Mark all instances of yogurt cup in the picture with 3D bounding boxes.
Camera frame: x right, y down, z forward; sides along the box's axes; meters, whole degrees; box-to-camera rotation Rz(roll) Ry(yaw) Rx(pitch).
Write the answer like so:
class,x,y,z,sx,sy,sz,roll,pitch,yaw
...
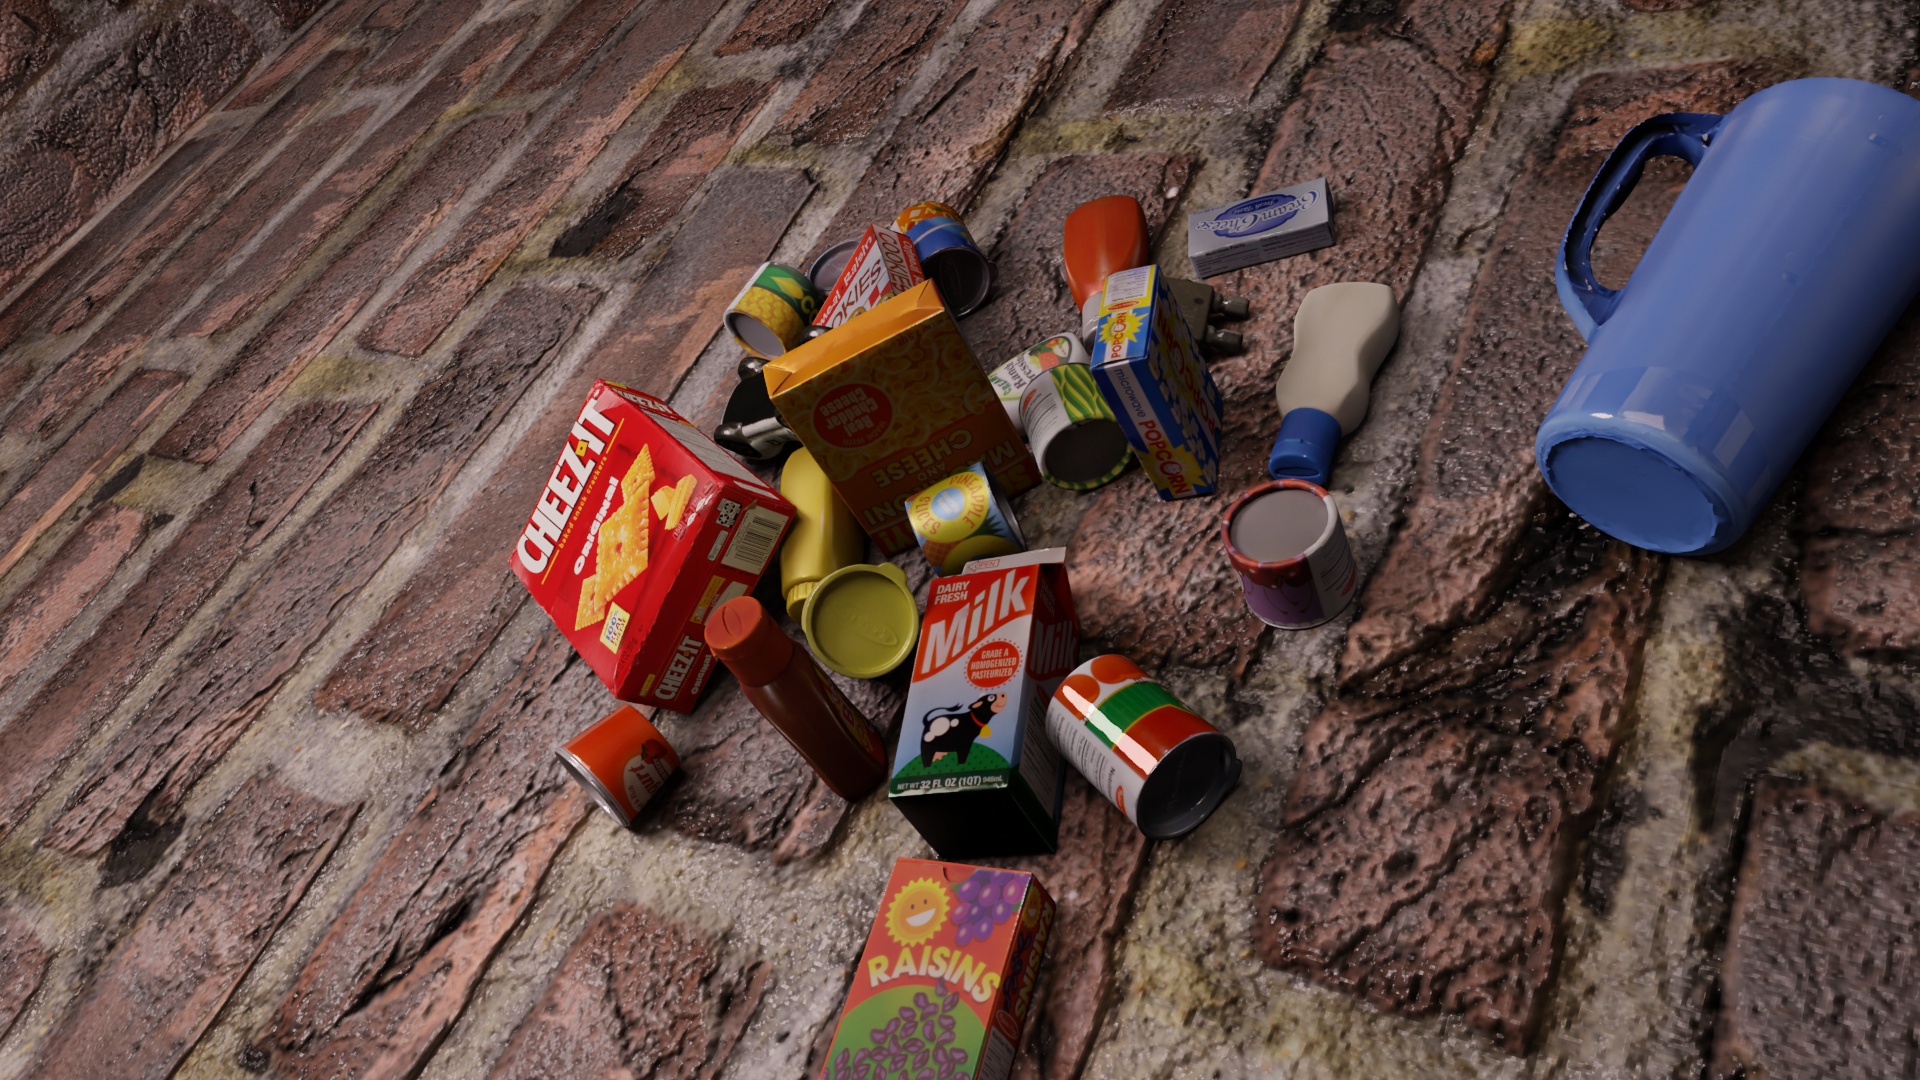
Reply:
class,x,y,z,sx,sy,sz,roll,pitch,yaw
yogurt cup,-0.219,0.143,0.896,0.054,0.072,0.072,-43,43,-23

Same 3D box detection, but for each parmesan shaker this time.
class,x,y,z,sx,sy,sz,roll,pitch,yaw
parmesan shaker,-0.062,0.047,0.855,0.071,0.071,0.103,-39,3,-7

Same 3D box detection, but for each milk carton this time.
class,x,y,z,sx,sy,sz,roll,pitch,yaw
milk carton,0.020,0.081,0.805,0.072,0.073,0.191,-9,47,23

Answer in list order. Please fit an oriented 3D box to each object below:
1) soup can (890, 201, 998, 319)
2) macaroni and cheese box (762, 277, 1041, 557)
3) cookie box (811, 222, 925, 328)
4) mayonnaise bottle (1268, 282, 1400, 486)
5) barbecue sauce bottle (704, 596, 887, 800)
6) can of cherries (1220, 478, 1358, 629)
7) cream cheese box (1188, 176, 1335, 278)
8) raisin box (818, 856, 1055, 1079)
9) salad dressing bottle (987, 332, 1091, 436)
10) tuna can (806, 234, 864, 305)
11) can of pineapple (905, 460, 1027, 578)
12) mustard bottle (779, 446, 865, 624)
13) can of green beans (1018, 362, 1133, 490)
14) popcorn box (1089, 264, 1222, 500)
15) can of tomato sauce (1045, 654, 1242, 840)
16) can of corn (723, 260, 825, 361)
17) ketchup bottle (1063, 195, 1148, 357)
class,x,y,z,sx,sy,sz,roll,pitch,yaw
soup can,-0.015,-0.227,1.120,0.071,0.071,0.084,-28,42,5
macaroni and cheese box,-0.035,-0.074,0.914,0.123,0.165,0.040,-26,43,7
cookie box,-0.068,-0.144,1.050,0.122,0.040,0.168,-54,33,30
mayonnaise bottle,0.231,-0.099,0.875,0.065,0.041,0.149,3,54,34
barbecue sauce bottle,-0.095,0.090,0.808,0.044,0.148,0.065,-34,42,0
can of cherries,0.184,0.007,0.789,0.071,0.058,0.072,-16,45,17
cream cheese box,0.219,-0.228,1.014,0.103,0.024,0.054,-11,48,22
raisin box,-0.010,0.229,0.710,0.086,0.040,0.124,-2,49,30
salad dressing bottle,0.026,-0.093,0.986,0.147,0.043,0.064,-29,41,3
tuna can,-0.094,-0.227,1.190,0.071,0.032,0.071,-16,45,17
can of pineapple,0.003,-0.011,0.904,0.058,0.070,0.071,-27,43,8
mustard bottle,-0.097,0.008,0.951,0.049,0.065,0.161,-16,50,21
can of green beans,0.077,-0.075,0.923,0.071,0.071,0.058,-25,44,8
popcorn box,0.125,-0.098,0.872,0.038,0.126,0.085,-11,46,26
can of tomato sauce,0.096,0.108,0.742,0.071,0.071,0.083,-41,42,-9
can of corn,-0.155,-0.190,1.169,0.071,0.071,0.058,12,59,38
ketchup bottle,0.109,-0.195,1.034,0.064,0.043,0.149,-14,45,20
